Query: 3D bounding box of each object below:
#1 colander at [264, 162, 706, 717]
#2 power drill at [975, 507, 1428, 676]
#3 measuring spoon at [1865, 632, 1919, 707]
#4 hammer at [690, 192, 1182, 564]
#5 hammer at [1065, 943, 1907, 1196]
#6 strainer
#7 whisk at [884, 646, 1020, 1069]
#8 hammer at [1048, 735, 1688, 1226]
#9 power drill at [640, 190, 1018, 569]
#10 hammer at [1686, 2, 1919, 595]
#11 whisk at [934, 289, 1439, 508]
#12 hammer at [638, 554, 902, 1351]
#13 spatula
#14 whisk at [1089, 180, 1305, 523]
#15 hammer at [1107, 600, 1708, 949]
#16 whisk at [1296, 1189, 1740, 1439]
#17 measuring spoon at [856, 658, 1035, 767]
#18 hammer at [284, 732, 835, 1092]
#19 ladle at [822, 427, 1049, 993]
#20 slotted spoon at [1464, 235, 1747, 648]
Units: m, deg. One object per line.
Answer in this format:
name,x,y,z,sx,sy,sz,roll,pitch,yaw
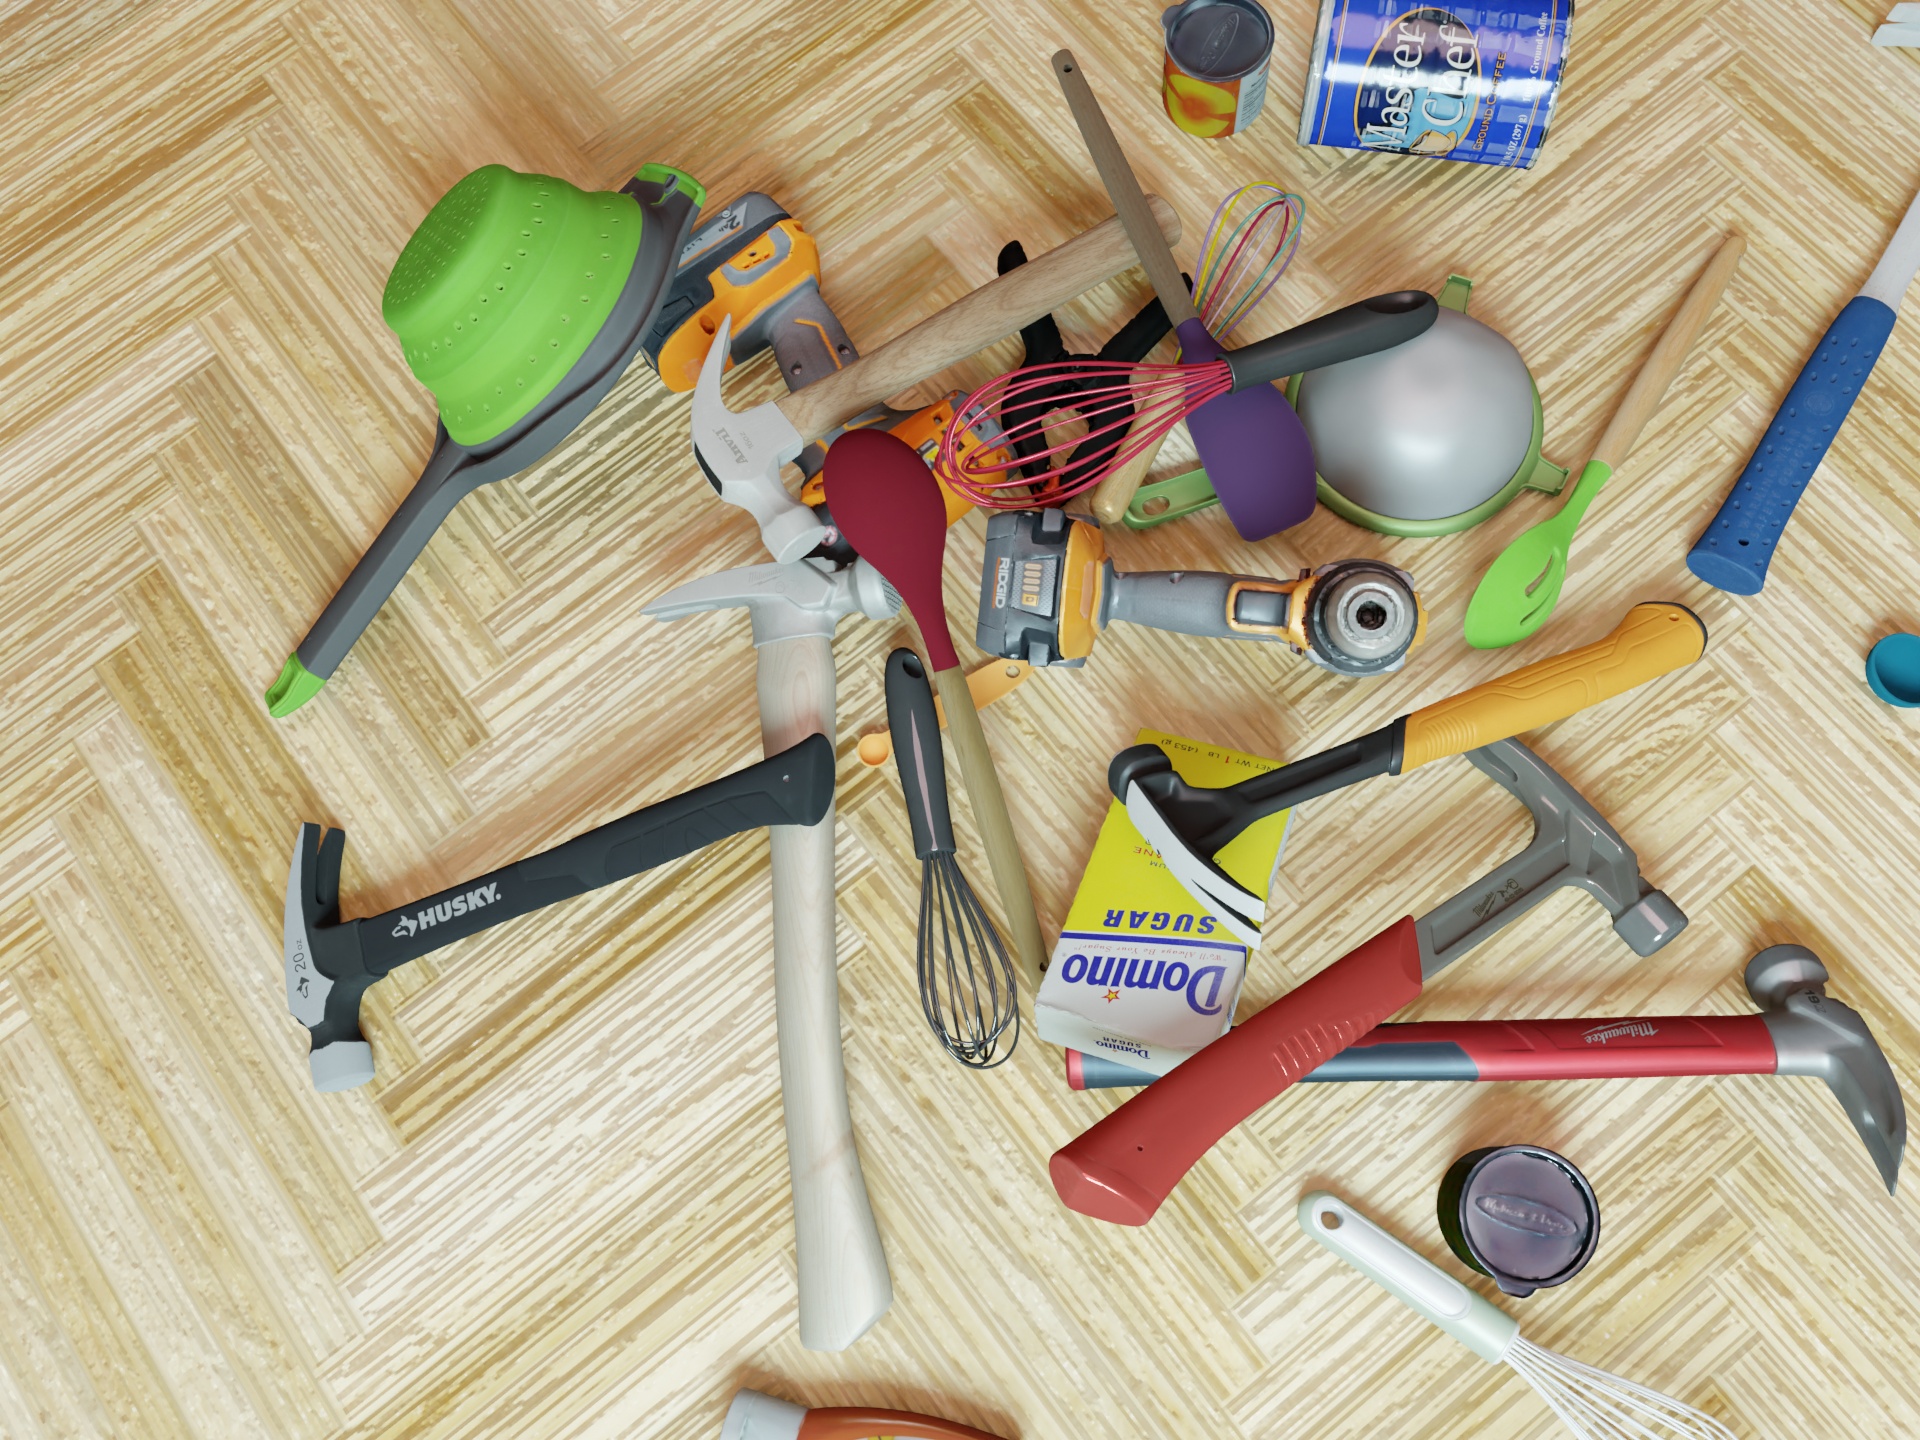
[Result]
colander,-0.308,-0.179,0.907,0.397,0.094,0.205,-53,39,2
power drill,0.125,-0.061,0.824,0.226,0.185,0.084,7,95,10
measuring spoon,0.550,-0.033,0.867,0.128,0.021,0.042,-11,73,-8
hammer,-0.006,-0.218,0.893,0.331,0.031,0.130,-34,79,-22
hammer,0.245,0.174,0.787,0.386,0.038,0.143,-3,30,8
strainer,0.213,-0.168,0.906,0.256,0.069,0.152,-19,73,-2
whisk,-0.010,0.071,0.864,0.055,0.055,0.239,-12,72,2
hammer,0.185,0.122,0.764,0.359,0.036,0.149,-26,61,-26
power drill,-0.097,-0.181,0.934,0.164,0.084,0.226,-40,78,-7
hammer,0.527,-0.249,0.920,0.144,0.035,0.405,31,79,13
whisk,0.125,-0.181,0.856,0.296,0.073,0.073,-20,73,-9
hammer,-0.091,0.117,0.846,0.146,0.038,0.411,-7,80,16
spatula,0.121,-0.249,0.907,0.060,0.018,0.316,-24,80,4
whisk,0.141,-0.217,0.932,0.051,0.047,0.245,18,72,36
hammer,0.251,0.009,0.820,0.337,0.034,0.127,-20,43,-16
whisk,0.272,0.308,0.773,0.246,0.059,0.058,33,70,18
measuring spoon,-0.007,-0.006,0.911,0.117,0.011,0.021,-30,79,-8
hammer,-0.219,0.078,0.854,0.335,0.035,0.146,-22,72,13
ladle,-0.001,-0.003,0.836,0.069,0.031,0.315,-23,100,-34
slotted spoon,0.375,-0.163,0.903,0.031,0.070,0.314,23,69,39
